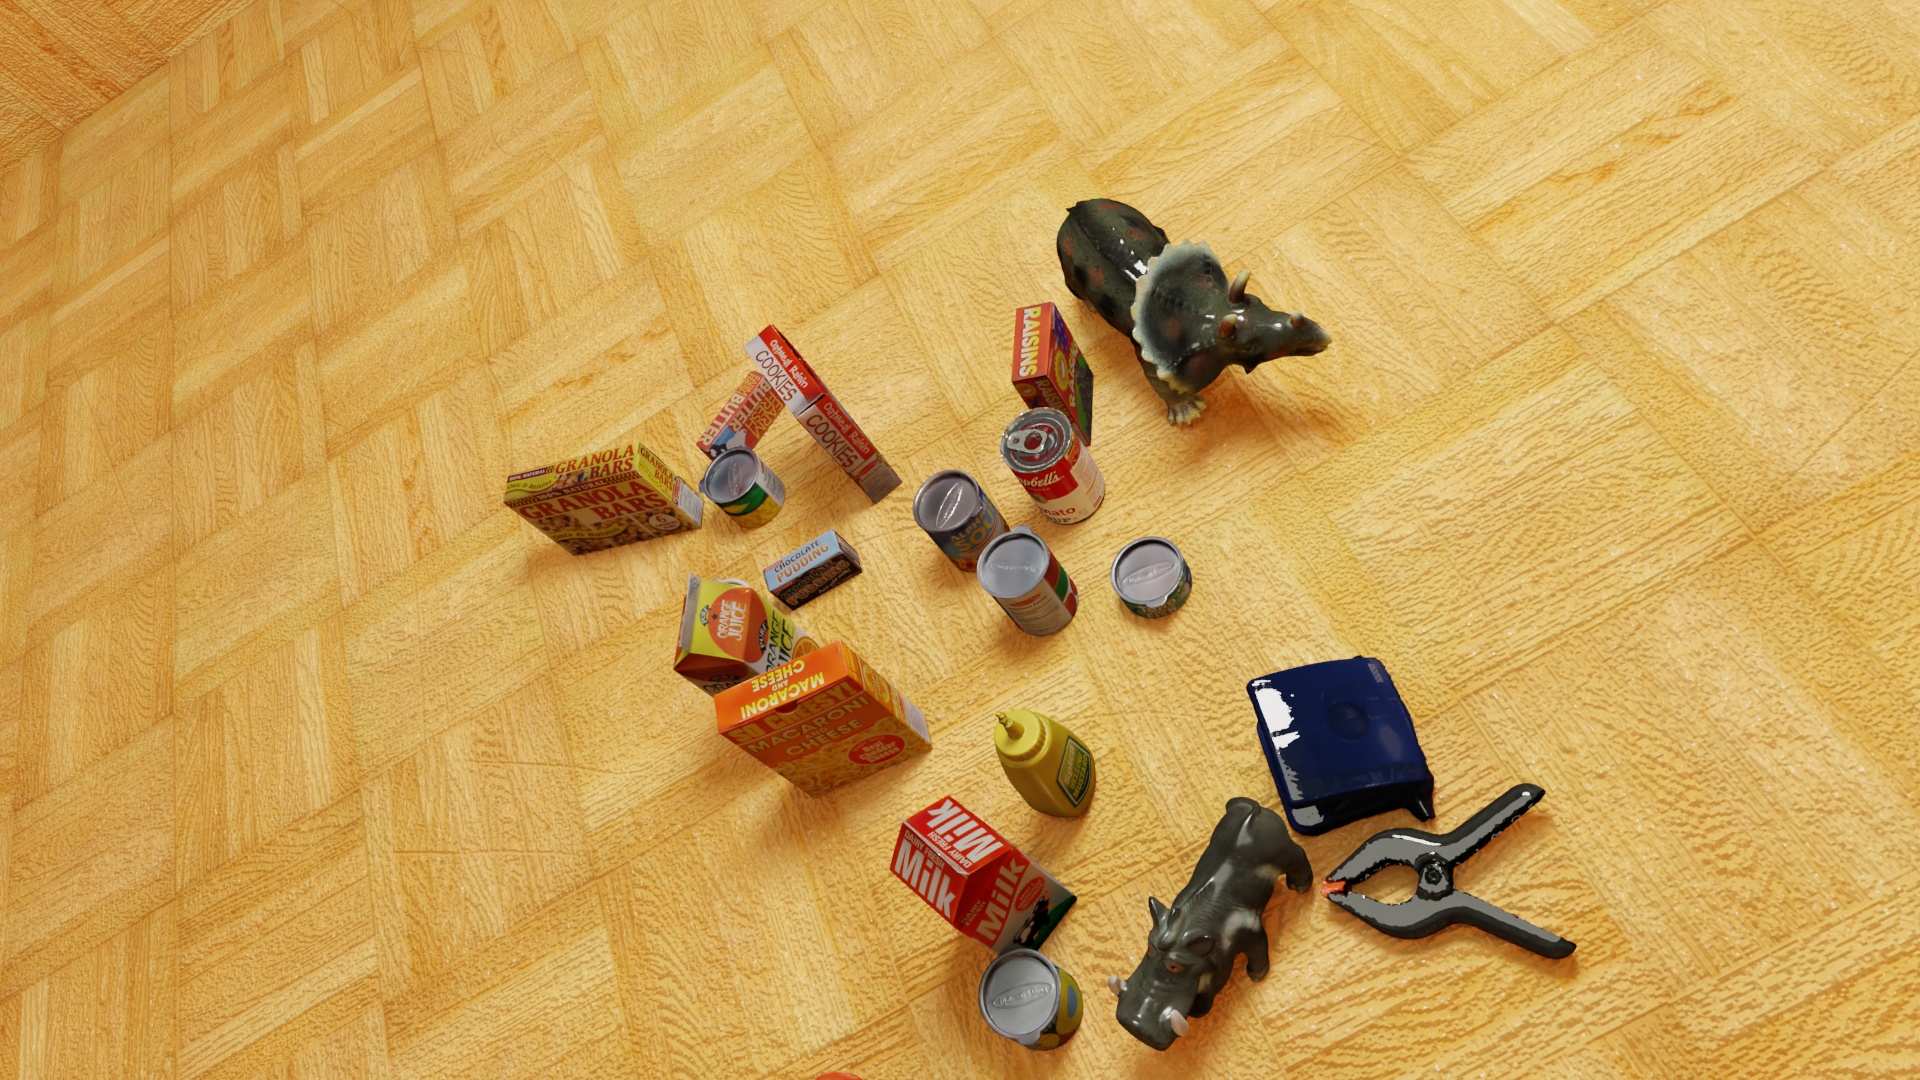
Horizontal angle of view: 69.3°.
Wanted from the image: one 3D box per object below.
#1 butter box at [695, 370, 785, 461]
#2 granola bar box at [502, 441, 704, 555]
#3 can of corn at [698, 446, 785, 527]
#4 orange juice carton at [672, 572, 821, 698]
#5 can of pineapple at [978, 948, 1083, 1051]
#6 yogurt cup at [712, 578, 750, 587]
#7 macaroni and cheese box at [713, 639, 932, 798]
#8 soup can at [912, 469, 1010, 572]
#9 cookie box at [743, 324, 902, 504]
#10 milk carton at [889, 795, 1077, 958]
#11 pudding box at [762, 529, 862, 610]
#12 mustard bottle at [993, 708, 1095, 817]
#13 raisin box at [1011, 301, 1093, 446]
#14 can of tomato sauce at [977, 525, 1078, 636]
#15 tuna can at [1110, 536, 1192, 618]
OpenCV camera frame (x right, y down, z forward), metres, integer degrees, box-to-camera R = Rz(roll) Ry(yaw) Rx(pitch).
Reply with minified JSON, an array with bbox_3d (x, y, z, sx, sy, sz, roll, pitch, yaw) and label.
[{"bbox_3d":[-0.234,-0.126,1.486,0.024,0.053,0.104,26,76,35],"label":"butter box"},{"bbox_3d":[-0.373,-0.042,1.459,0.165,0.124,0.039,-12,58,20],"label":"granola bar box"},{"bbox_3d":[-0.225,-0.053,1.435,0.071,0.058,0.071,-12,57,20],"label":"can of corn"},{"bbox_3d":[-0.194,0.101,1.244,0.073,0.192,0.072,-9,59,21],"label":"orange juice carton"},{"bbox_3d":[0.054,0.353,1.059,0.071,0.057,0.071,-12,57,20],"label":"can of pineapple"},{"bbox_3d":[-0.218,0.079,1.357,0.072,0.053,0.073,-12,57,20],"label":"yogurt cup"},{"bbox_3d":[-0.114,0.157,1.189,0.123,0.166,0.040,-25,54,11],"label":"macaroni and cheese box"},{"bbox_3d":[0.005,-0.016,1.286,0.071,0.083,0.071,-12,58,20],"label":"soup can"},{"bbox_3d":[-0.133,-0.123,1.364,0.040,0.167,0.123,-39,53,1],"label":"cookie box"},{"bbox_3d":[0.013,0.256,1.053,0.072,0.190,0.073,33,80,36],"label":"milk carton"},{"bbox_3d":[-0.144,0.029,1.353,0.083,0.049,0.030,-29,53,8],"label":"pudding box"},{"bbox_3d":[0.062,0.170,1.099,0.049,0.159,0.065,3,64,28],"label":"mustard bottle"},{"bbox_3d":[0.088,-0.152,1.301,0.040,0.123,0.086,-7,59,23],"label":"raisin box"},{"bbox_3d":[0.061,0.037,1.227,0.071,0.083,0.071,-12,58,20],"label":"can of tomato sauce"},{"bbox_3d":[0.167,0.034,1.209,0.071,0.032,0.071,-12,57,20],"label":"tuna can"}]
